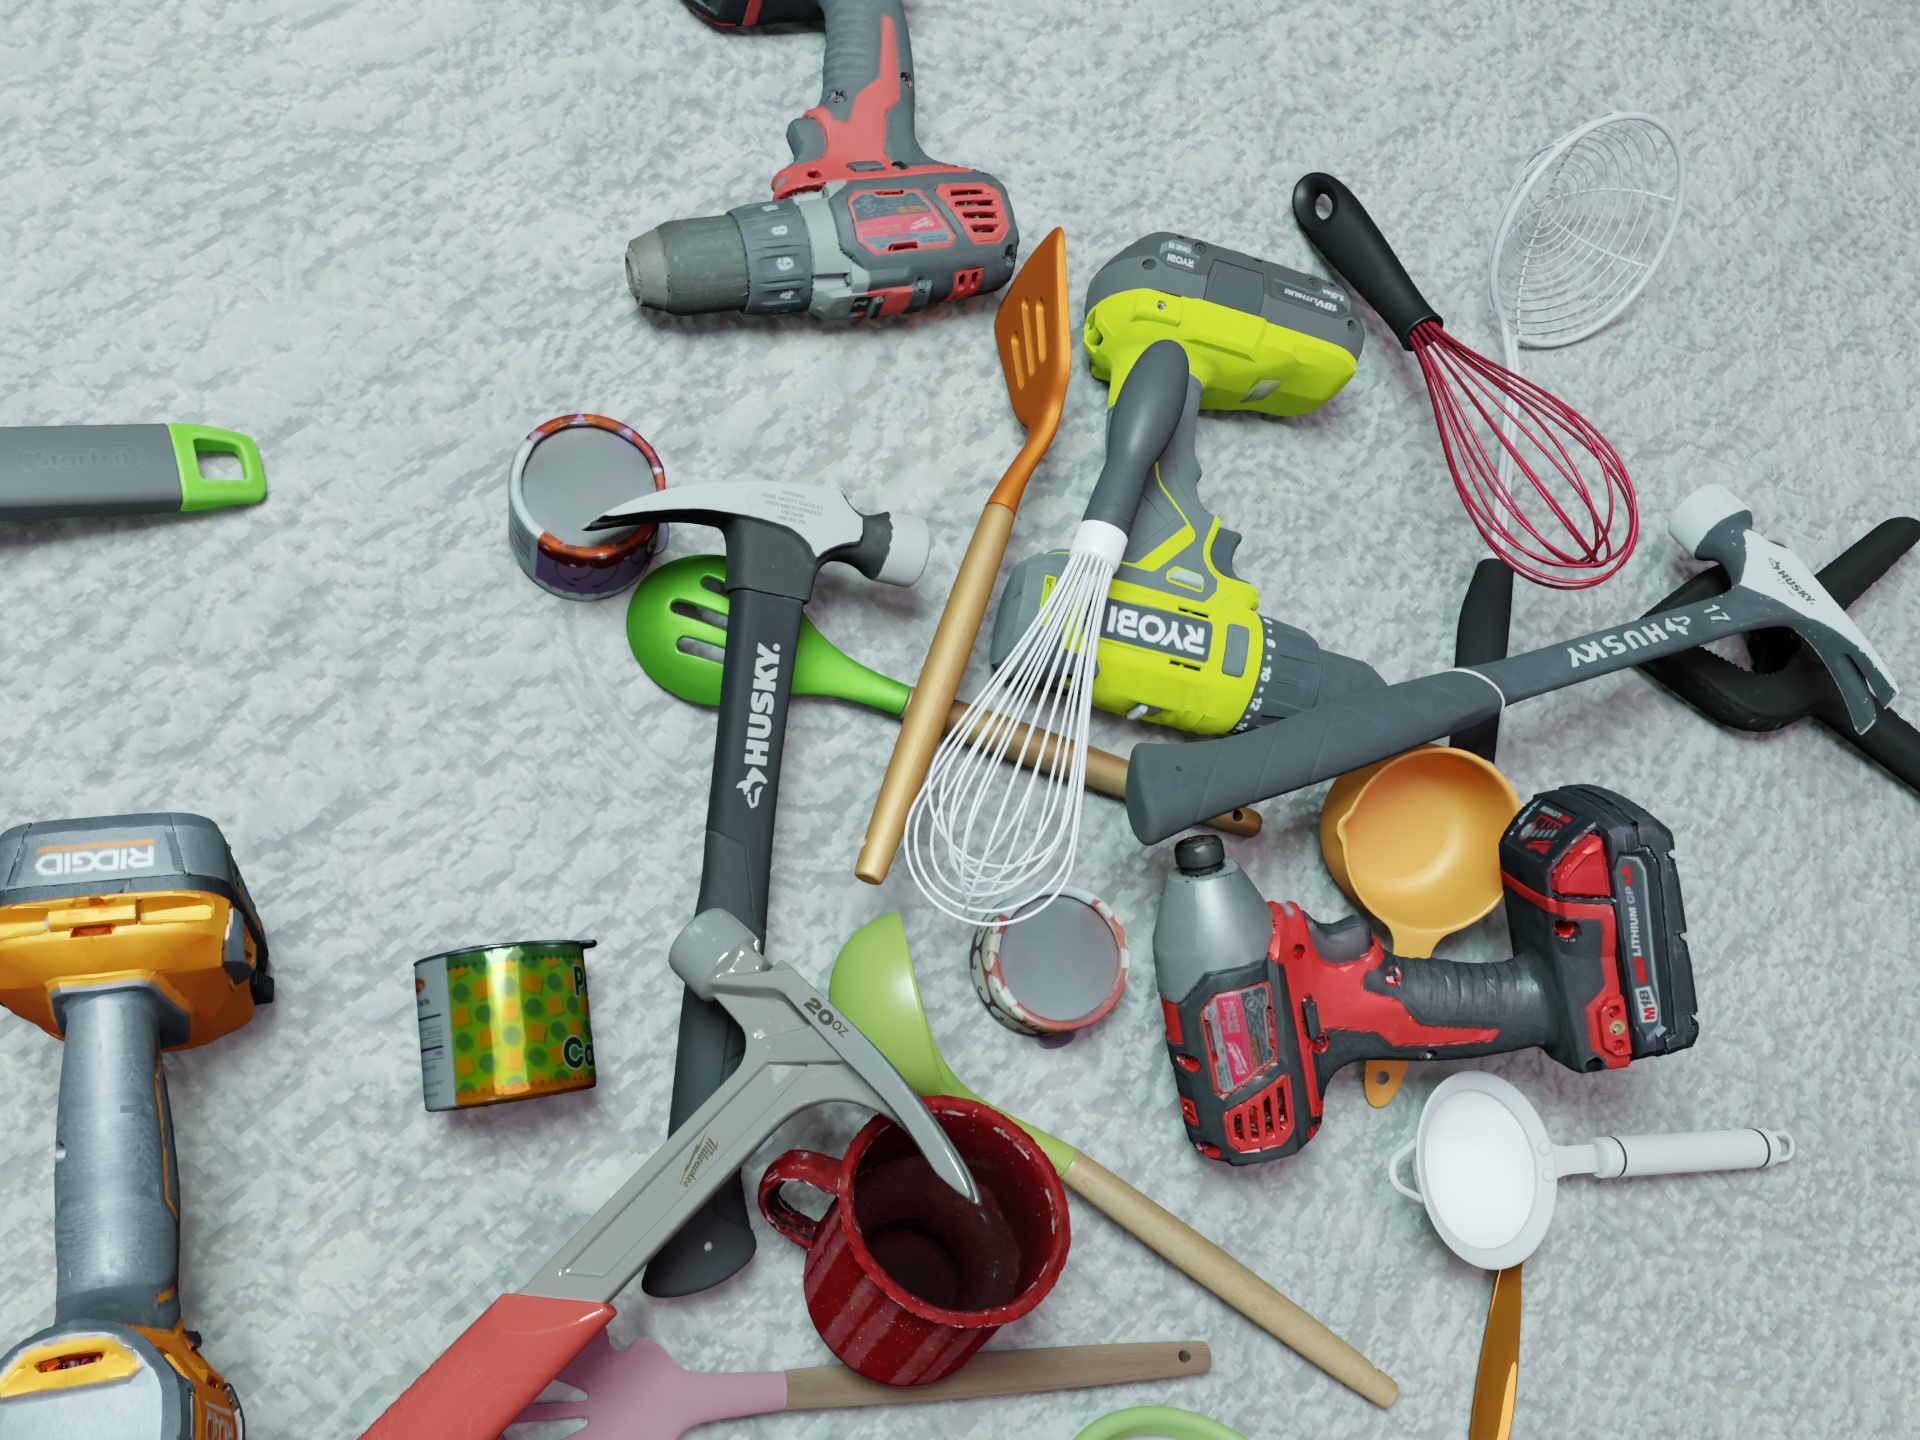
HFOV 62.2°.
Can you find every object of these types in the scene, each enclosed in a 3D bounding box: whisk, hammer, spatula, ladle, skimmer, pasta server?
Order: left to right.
[{"bbox_3d":[-0.162,0.240,0.559,0.359,0.036,0.149,-45,67,-9],"label":"hammer"},{"bbox_3d":[-0.098,0.063,0.655,0.146,0.035,0.335,10,81,-27],"label":"hammer"},{"bbox_3d":[-0.043,0.267,0.640,0.316,0.040,0.060,2,63,-16],"label":"pasta server"},{"bbox_3d":[0.002,-0.077,0.712,0.041,0.081,0.323,25,64,-13],"label":"spatula"},{"bbox_3d":[0.050,-0.046,0.681,0.070,0.070,0.285,24,71,-8],"label":"whisk"},{"bbox_3d":[0.073,0.195,0.685,0.320,0.078,0.062,37,92,-8],"label":"ladle"},{"bbox_3d":[0.241,-0.181,0.798,0.073,0.073,0.296,-13,57,-19],"label":"whisk"},{"bbox_3d":[0.252,-0.013,0.729,0.409,0.036,0.149,-16,54,-22],"label":"hammer"},{"bbox_3d":[0.312,-0.141,0.826,0.127,0.090,0.363,27,68,-41],"label":"skimmer"}]

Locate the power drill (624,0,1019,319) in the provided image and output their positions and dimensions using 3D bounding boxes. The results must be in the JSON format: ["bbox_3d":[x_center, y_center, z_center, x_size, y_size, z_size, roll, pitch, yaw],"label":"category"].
[{"bbox_3d":[-0.085,-0.299,0.770,0.188,0.080,0.227,-12,81,-18],"label":"power drill"}]

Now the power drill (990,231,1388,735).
[{"bbox_3d":[0.126,-0.103,0.772,0.190,0.080,0.229,13,75,-11],"label":"power drill"}]

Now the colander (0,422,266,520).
[{"bbox_3d":[-0.478,-0.073,0.597,0.397,0.094,0.204,-9,76,-36],"label":"colander"}]

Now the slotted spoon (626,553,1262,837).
[{"bbox_3d":[-0.001,-0.002,0.734,0.313,0.031,0.070,20,77,-11],"label":"slotted spoon"}]

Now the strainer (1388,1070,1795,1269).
[{"bbox_3d":[0.297,0.208,0.751,0.258,0.050,0.087,3,73,-21],"label":"strainer"}]

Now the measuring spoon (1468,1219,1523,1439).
[{"bbox_3d":[0.246,0.289,0.731,0.021,0.011,0.117,16,75,-13],"label":"measuring spoon"}]

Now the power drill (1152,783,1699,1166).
[{"bbox_3d":[0.194,0.102,0.696,0.219,0.078,0.143,-13,99,-2],"label":"power drill"}]

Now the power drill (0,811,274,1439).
[{"bbox_3d":[-0.286,0.164,0.551,0.084,0.164,0.227,-4,64,-17],"label":"power drill"}]

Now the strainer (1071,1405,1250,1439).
[{"bbox_3d":[0.036,0.335,0.609,0.256,0.069,0.152,22,31,-12],"label":"strainer"}]

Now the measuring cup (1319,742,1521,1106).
[{"bbox_3d":[0.208,0.094,0.759,0.095,0.052,0.173,9,97,-8],"label":"measuring cup"}]
